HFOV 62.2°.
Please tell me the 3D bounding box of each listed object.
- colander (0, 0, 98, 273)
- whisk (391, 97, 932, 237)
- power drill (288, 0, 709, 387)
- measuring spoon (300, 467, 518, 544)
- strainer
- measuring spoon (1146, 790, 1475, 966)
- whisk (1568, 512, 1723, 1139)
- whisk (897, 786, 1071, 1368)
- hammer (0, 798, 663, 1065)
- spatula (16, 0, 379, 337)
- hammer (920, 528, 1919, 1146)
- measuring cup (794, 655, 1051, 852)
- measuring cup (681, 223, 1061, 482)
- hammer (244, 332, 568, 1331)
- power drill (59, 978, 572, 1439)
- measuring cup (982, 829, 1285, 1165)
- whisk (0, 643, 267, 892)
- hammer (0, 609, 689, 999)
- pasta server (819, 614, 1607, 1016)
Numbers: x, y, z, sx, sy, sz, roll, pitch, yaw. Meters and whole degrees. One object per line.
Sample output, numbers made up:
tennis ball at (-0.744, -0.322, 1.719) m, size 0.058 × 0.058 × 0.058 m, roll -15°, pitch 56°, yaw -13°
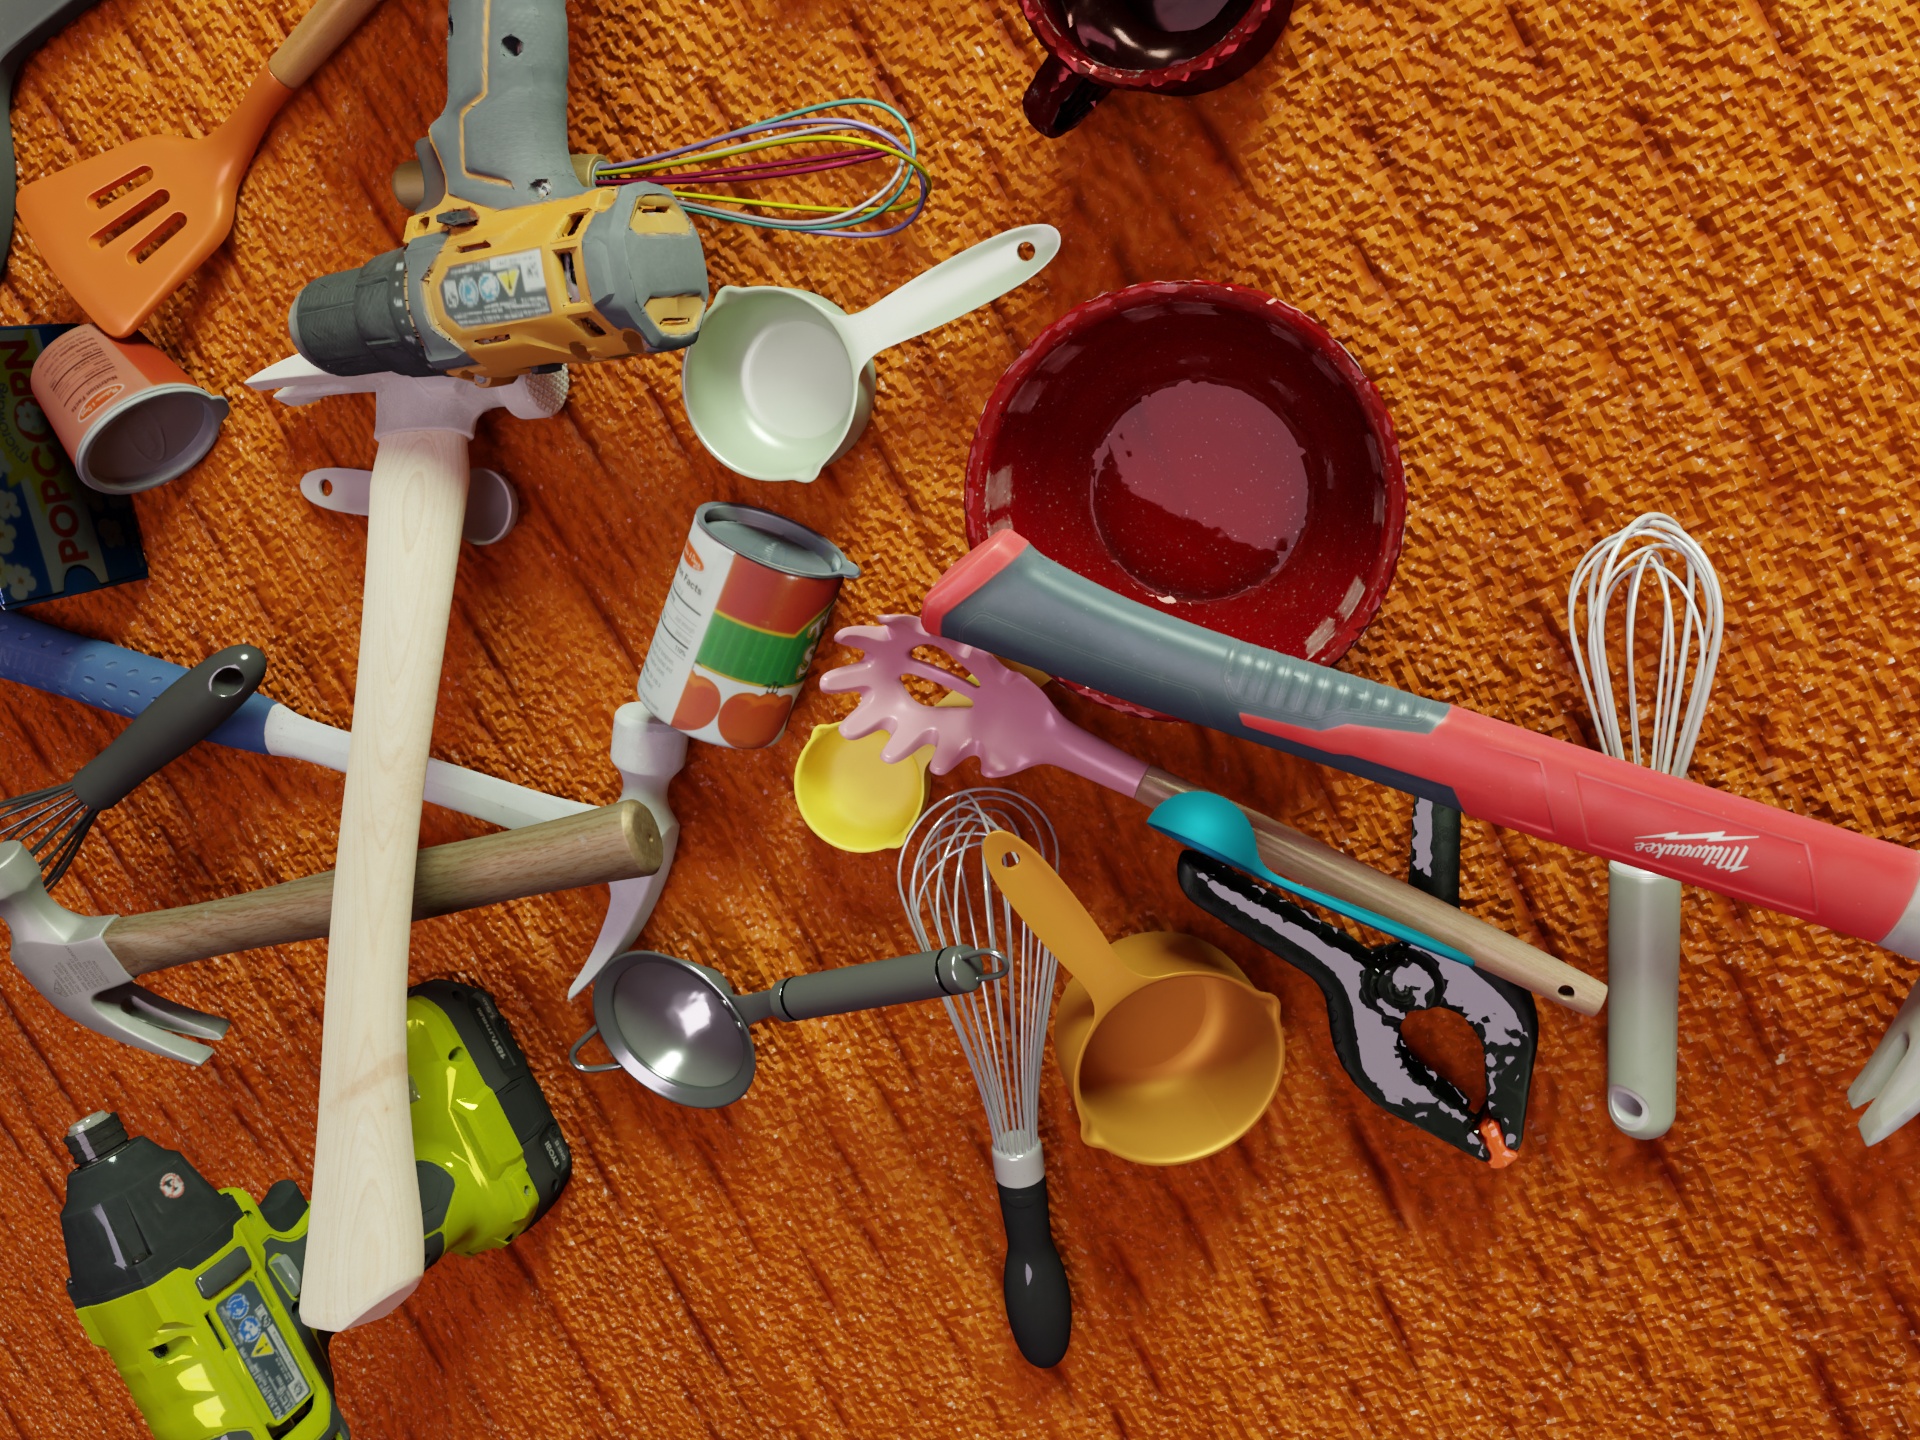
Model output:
colander at (-0.484, -0.296, 0.706) m, size 0.397 × 0.094 × 0.204 m, roll -22°, pitch 97°, yaw 22°
whisk at (-0.127, -0.220, 0.639) m, size 0.245 × 0.047 × 0.051 m, roll 6°, pitch 107°, yaw 20°
power drill at (-0.200, -0.242, 0.607) m, size 0.185 × 0.084 × 0.226 m, roll -2°, pitch 105°, yaw 26°
measuring spoon at (-0.251, -0.102, 0.729) m, size 0.124 × 0.018 × 0.034 m, roll 9°, pitch 99°, yaw 23°
strainer at (-0.076, 0.122, 0.687) m, size 0.258 × 0.050 × 0.086 m, roll -17°, pitch 108°, yaw 39°
measuring spoon at (0.130, 0.055, 0.577) m, size 0.128 × 0.042 × 0.021 m, roll 24°, pitch 86°, yaw 1°
whisk at (0.253, 0.045, 0.588) m, size 0.058 × 0.059 × 0.246 m, roll 16°, pitch 118°, yaw 52°
whisk at (0.020, 0.162, 0.689) m, size 0.070 × 0.070 × 0.284 m, roll -1°, pitch 109°, yaw 18°
hammer at (-0.288, 0.086, 0.726) m, size 0.331 × 0.031 × 0.130 m, roll -12°, pitch 121°, yaw 15°
spatula at (-0.277, -0.289, 0.670) m, size 0.322 × 0.041 × 0.081 m, roll -35°, pitch 91°, yaw 22°
hammer at (0.168, 0.027, 0.558) m, size 0.386 × 0.038 × 0.143 m, roll 18°, pitch 117°, yaw 7°
measuring cup at (-0.001, -0.002, 0.671) m, size 0.156 × 0.029 × 0.062 m, roll -36°, pitch 89°, yaw 11°
measuring cup at (-0.032, -0.153, 0.629) m, size 0.167 × 0.038 × 0.083 m, roll -22°, pitch 97°, yaw 20°
hammer at (-0.250, 0.037, 0.668) m, size 0.146 × 0.038 × 0.411 m, roll -1°, pitch 81°, yaw 18°
power drill at (-0.281, 0.212, 0.707) m, size 0.080 × 0.223 × 0.171 m, roll -22°, pitch 97°, yaw 22°
measuring cup at (0.057, 0.099, 0.633) m, size 0.095 × 0.052 × 0.173 m, roll -37°, pitch 110°, yaw 3°
whisk at (-0.416, 0.030, 0.761) m, size 0.239 × 0.055 × 0.055 m, roll -33°, pitch 93°, yaw 18°
hammer at (-0.323, 0.013, 0.769) m, size 0.405 × 0.035 × 0.144 m, roll 16°, pitch 109°, yaw 13°
pasta server at (0.092, 0.038, 0.609) m, size 0.316 × 0.040 × 0.060 m, roll 26°, pitch 113°, yaw 13°
